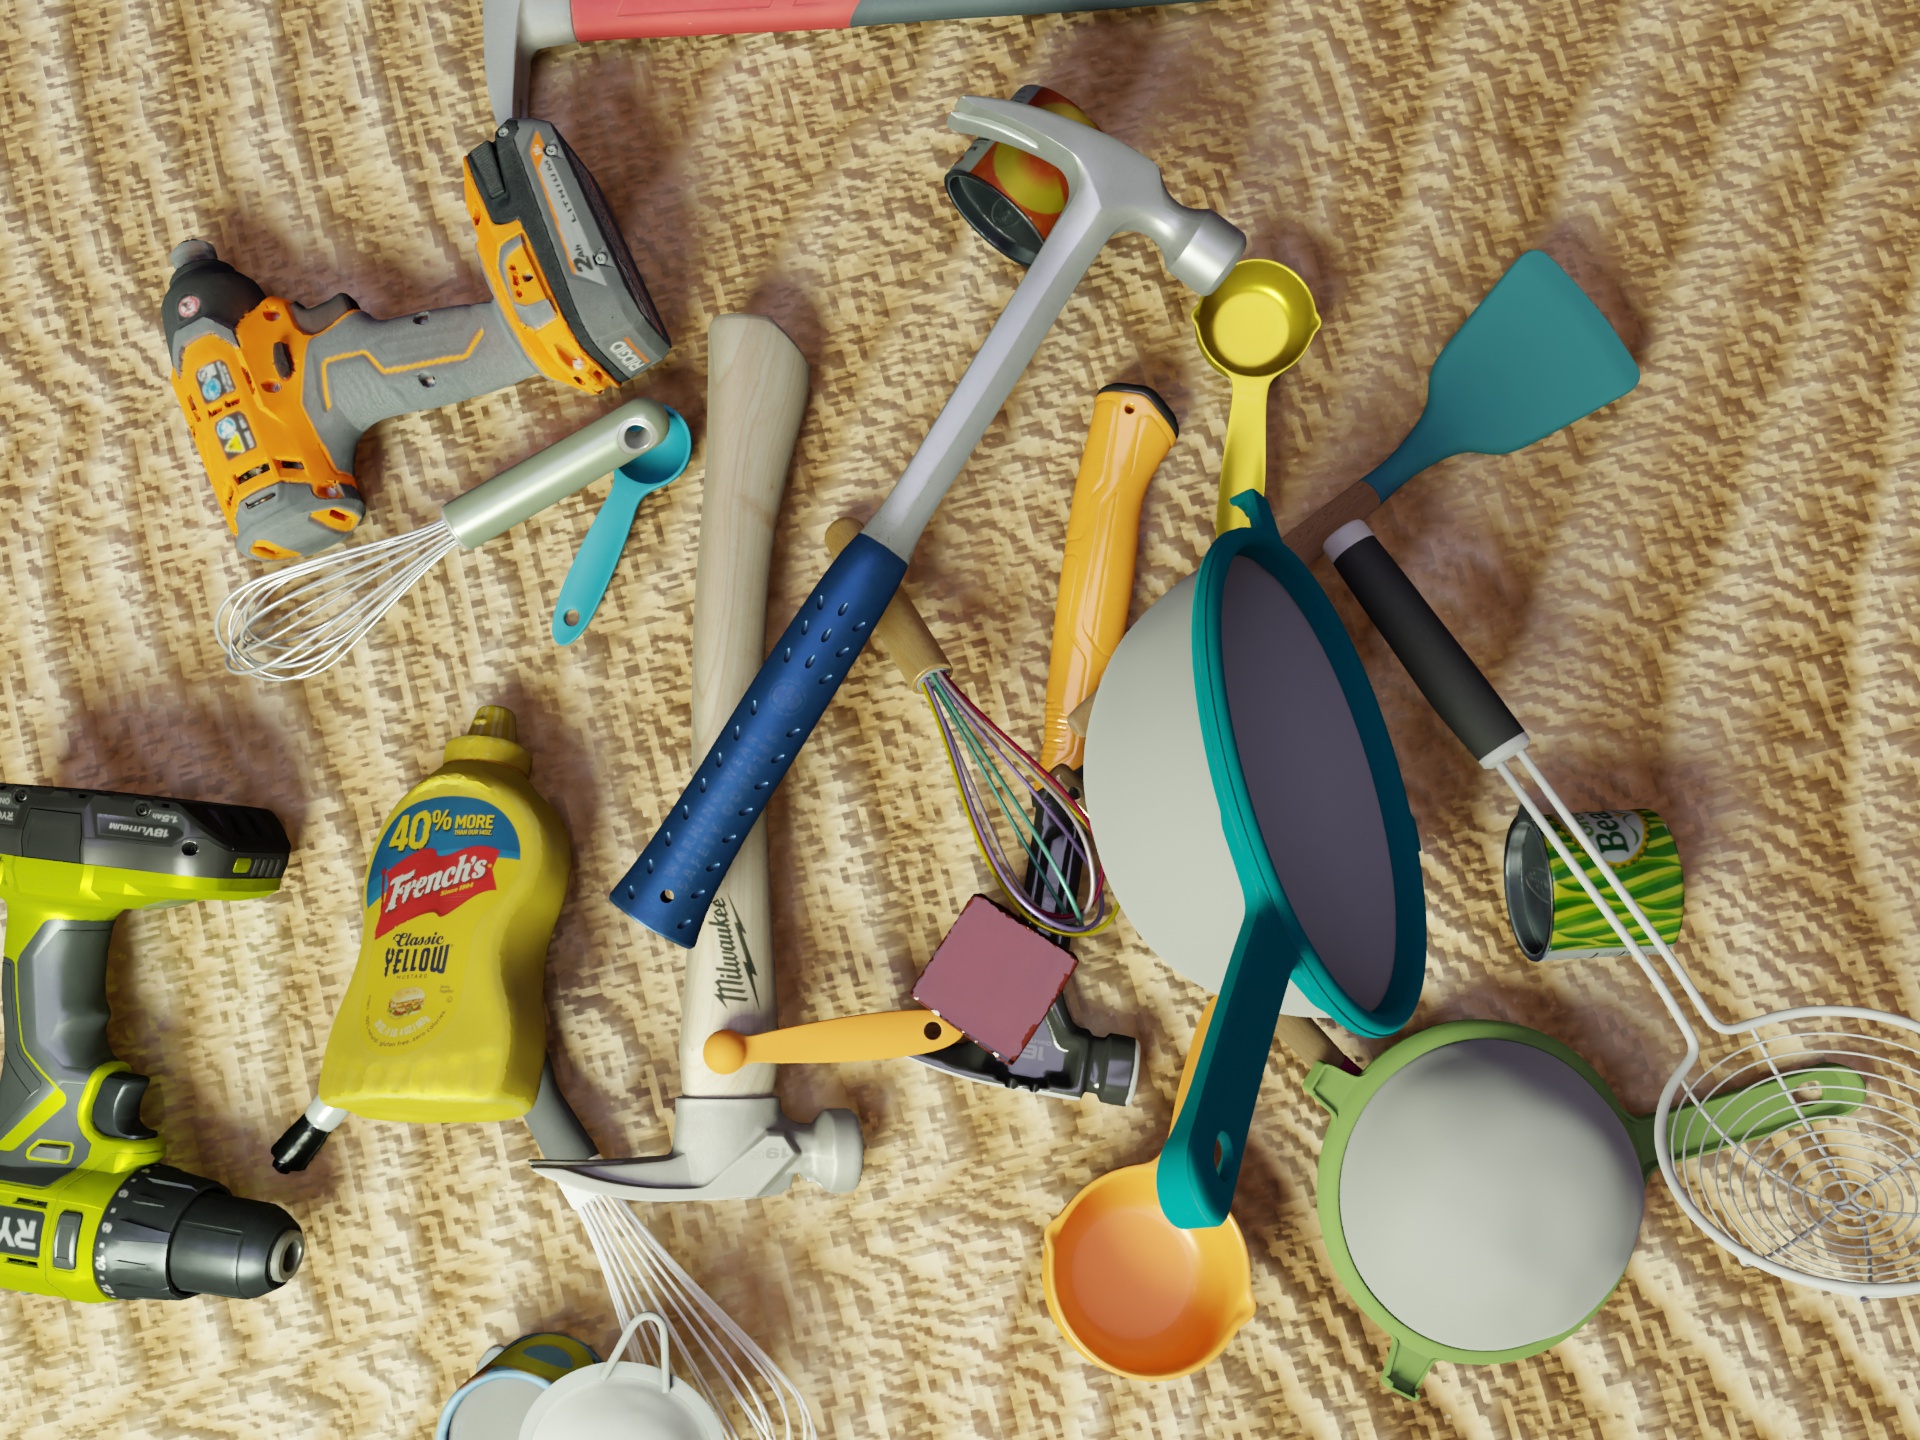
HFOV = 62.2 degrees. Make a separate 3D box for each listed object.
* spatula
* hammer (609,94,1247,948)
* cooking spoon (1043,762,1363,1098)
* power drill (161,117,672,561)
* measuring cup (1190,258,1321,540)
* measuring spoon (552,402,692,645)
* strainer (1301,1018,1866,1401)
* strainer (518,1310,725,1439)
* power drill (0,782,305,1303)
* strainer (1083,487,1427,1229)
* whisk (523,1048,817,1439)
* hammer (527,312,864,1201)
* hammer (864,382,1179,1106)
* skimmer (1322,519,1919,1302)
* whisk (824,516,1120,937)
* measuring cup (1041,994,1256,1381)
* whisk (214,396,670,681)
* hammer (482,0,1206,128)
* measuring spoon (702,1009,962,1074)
[{"bbox_3d":[0.174,-0.095,0.738,0.317,0.044,0.082,-39,90,-11],"label":"spatula"},{"bbox_3d":[-0.033,-0.088,0.700,0.144,0.035,0.405,33,84,-9],"label":"hammer"},{"bbox_3d":[0.150,0.138,0.718,0.069,0.017,0.319,-44,91,-5],"label":"cooking spoon"},{"bbox_3d":[-0.274,-0.196,0.768,0.226,0.084,0.164,-26,82,3],"label":"power drill"},{"bbox_3d":[0.138,-0.143,0.773,0.062,0.029,0.156,4,95,3],"label":"measuring cup"},{"bbox_3d":[-0.169,-0.095,0.785,0.042,0.021,0.128,26,94,8],"label":"measuring spoon"},{"bbox_3d":[0.285,0.195,0.685,0.256,0.069,0.151,-14,88,-6],"label":"strainer"},{"bbox_3d":[-0.156,0.371,0.675,0.087,0.050,0.258,12,109,-3],"label":"strainer"},{"bbox_3d":[-0.382,0.149,0.728,0.190,0.080,0.228,5,85,9],"label":"power drill"},{"bbox_3d":[0.091,0.065,0.610,0.095,0.340,0.211,-18,112,30],"label":"strainer"},{"bbox_3d":[-0.154,0.238,0.724,0.070,0.070,0.285,-34,77,-2],"label":"whisk"},{"bbox_3d":[-0.116,0.009,0.737,0.146,0.038,0.411,3,80,-19],"label":"hammer"},{"bbox_3d":[0.046,0.003,0.750,0.127,0.034,0.337,10,84,3],"label":"hammer"},{"bbox_3d":[0.264,0.053,0.636,0.127,0.090,0.363,-30,73,-7],"label":"skimmer"},{"bbox_3d":[0.001,-0.003,0.720,0.047,0.051,0.245,-33,62,3],"label":"whisk"},{"bbox_3d":[0.093,0.208,0.719,0.095,0.052,0.174,20,66,3],"label":"measuring cup"},{"bbox_3d":[-0.248,-0.089,0.763,0.246,0.057,0.059,-29,39,2],"label":"whisk"},{"bbox_3d":[-0.044,-0.351,0.796,0.386,0.038,0.143,-2,84,3],"label":"hammer"},{"bbox_3d":[-0.055,0.141,0.702,0.117,0.011,0.021,-4,82,-10],"label":"measuring spoon"}]
